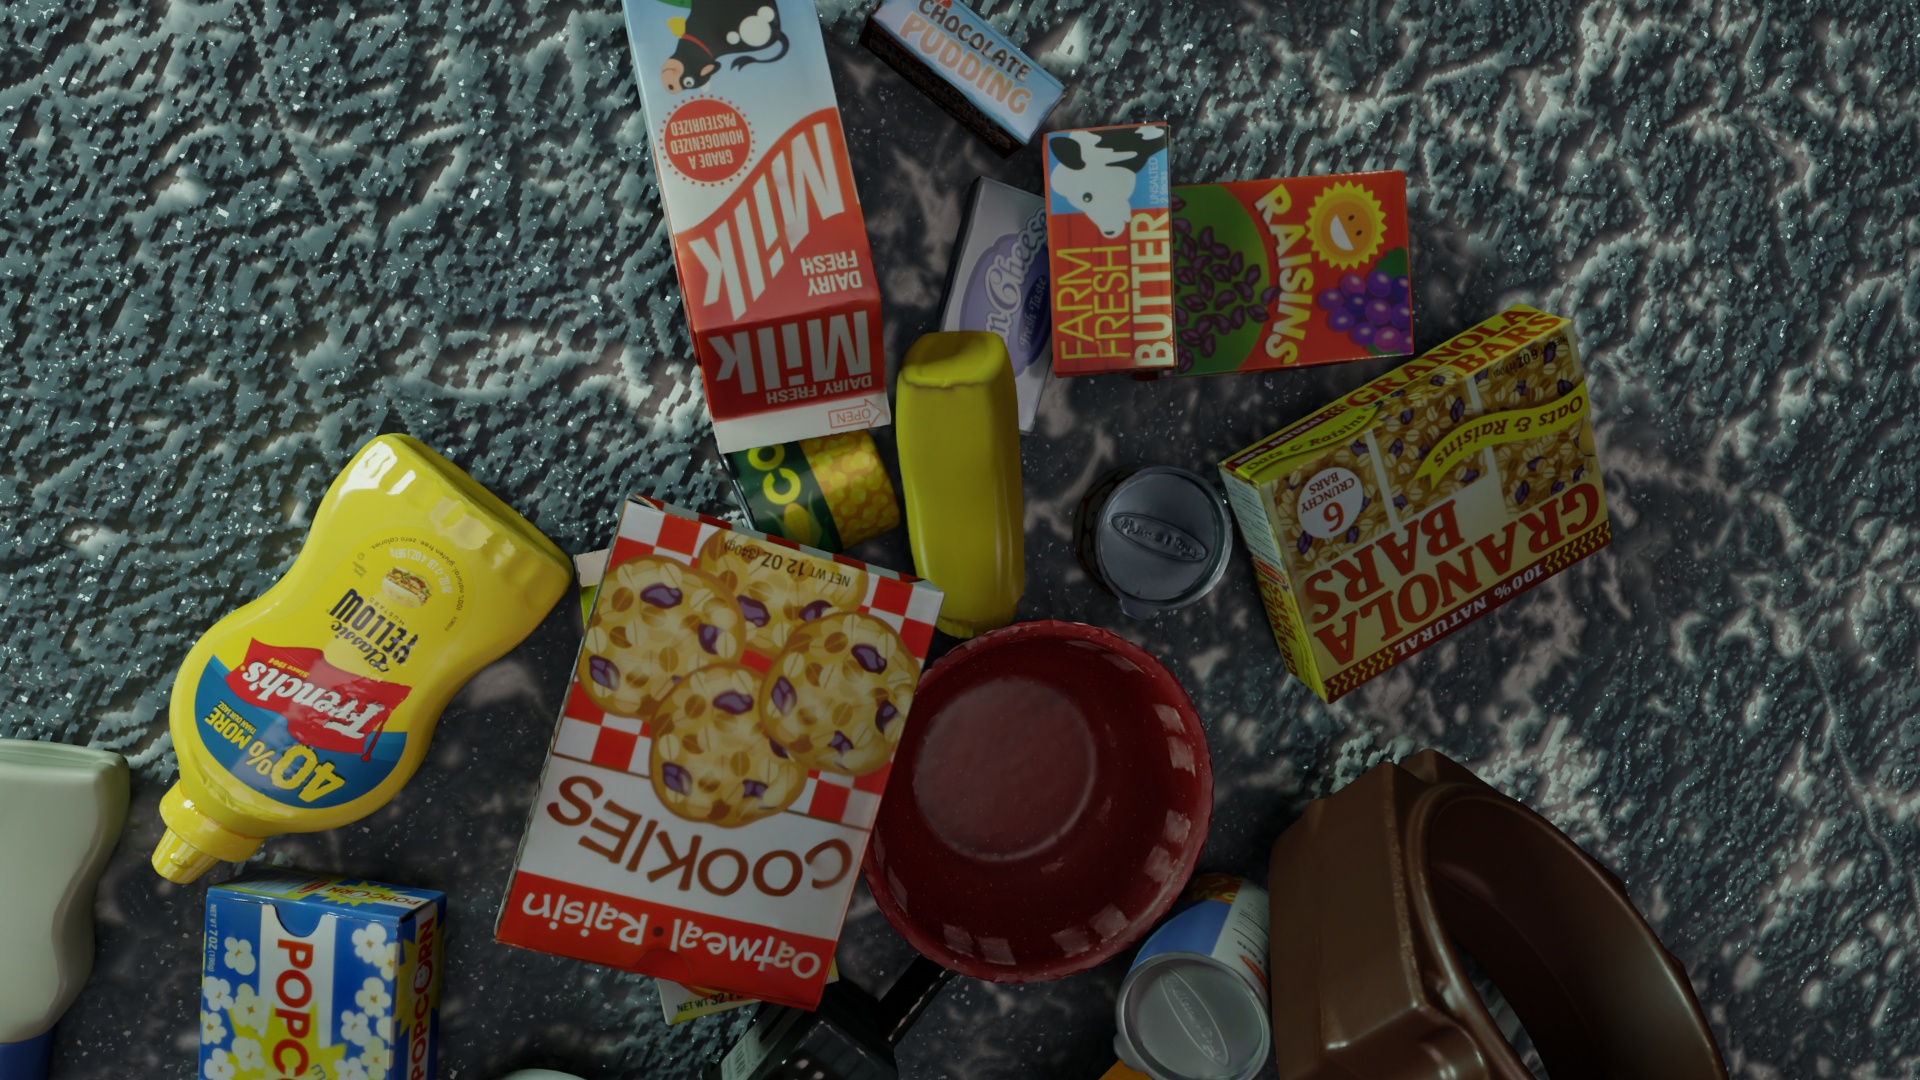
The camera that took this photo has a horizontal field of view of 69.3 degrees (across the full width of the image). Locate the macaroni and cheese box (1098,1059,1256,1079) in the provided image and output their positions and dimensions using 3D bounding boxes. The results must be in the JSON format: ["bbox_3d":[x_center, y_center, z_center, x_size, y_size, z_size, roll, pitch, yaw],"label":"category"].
[{"bbox_3d":[0.098,0.316,0.629,0.124,0.040,0.166,-19,103,-51],"label":"macaroni and cheese box"}]

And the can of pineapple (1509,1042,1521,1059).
[{"bbox_3d":[0.241,0.280,0.677,0.071,0.071,0.057,-13,99,-10],"label":"can of pineapple"}]

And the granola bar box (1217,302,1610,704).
[{"bbox_3d":[0.214,-0.017,0.640,0.166,0.039,0.123,-28,117,-8],"label":"granola bar box"}]

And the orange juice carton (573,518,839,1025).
[{"bbox_3d":[-0.107,0.092,0.581,0.072,0.073,0.192,-12,98,-10],"label":"orange juice carton"}]

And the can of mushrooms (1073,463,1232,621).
[{"bbox_3d":[0.086,0.000,0.633,0.071,0.033,0.071,-1,96,-13],"label":"can of mushrooms"}]

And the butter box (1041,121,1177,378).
[{"bbox_3d":[0.063,-0.121,0.587,0.053,0.024,0.103,-2,97,8],"label":"butter box"}]

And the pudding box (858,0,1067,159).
[{"bbox_3d":[0.000,-0.200,0.586,0.083,0.050,0.030,36,90,-13],"label":"pudding box"}]

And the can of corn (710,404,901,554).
[{"bbox_3d":[-0.065,-0.025,0.579,0.058,0.071,0.071,-25,101,-9],"label":"can of corn"}]

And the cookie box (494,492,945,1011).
[{"bbox_3d":[-0.090,0.080,0.524,0.123,0.040,0.167,17,91,-13],"label":"cookie box"}]

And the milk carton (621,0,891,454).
[{"bbox_3d":[-0.080,-0.132,0.547,0.072,0.073,0.190,-11,88,-10],"label":"milk carton"}]

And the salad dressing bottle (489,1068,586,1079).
[{"bbox_3d":[-0.145,0.249,0.562,0.147,0.044,0.064,-8,96,29],"label":"salad dressing bottle"}]

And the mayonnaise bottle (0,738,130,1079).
[{"bbox_3d":[-0.373,0.155,0.547,0.065,0.041,0.148,10,95,-11],"label":"mayonnaise bottle"}]

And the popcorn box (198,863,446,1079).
[{"bbox_3d":[-0.259,0.202,0.563,0.085,0.038,0.126,6,95,10],"label":"popcorn box"}]

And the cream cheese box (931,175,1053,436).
[{"bbox_3d":[0.018,-0.102,0.612,0.053,0.024,0.103,15,92,-13],"label":"cream cheese box"}]

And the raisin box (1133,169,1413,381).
[{"bbox_3d":[0.139,-0.119,0.629,0.123,0.040,0.086,-7,96,-10],"label":"raisin box"}]

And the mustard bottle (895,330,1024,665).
[{"bbox_3d":[0.002,-0.007,0.591,0.049,0.066,0.159,1,123,9],"label":"mustard bottle"}]

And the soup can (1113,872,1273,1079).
[{"bbox_3d":[0.109,0.197,0.623,0.071,0.084,0.071,4,102,20],"label":"soup can"}]
